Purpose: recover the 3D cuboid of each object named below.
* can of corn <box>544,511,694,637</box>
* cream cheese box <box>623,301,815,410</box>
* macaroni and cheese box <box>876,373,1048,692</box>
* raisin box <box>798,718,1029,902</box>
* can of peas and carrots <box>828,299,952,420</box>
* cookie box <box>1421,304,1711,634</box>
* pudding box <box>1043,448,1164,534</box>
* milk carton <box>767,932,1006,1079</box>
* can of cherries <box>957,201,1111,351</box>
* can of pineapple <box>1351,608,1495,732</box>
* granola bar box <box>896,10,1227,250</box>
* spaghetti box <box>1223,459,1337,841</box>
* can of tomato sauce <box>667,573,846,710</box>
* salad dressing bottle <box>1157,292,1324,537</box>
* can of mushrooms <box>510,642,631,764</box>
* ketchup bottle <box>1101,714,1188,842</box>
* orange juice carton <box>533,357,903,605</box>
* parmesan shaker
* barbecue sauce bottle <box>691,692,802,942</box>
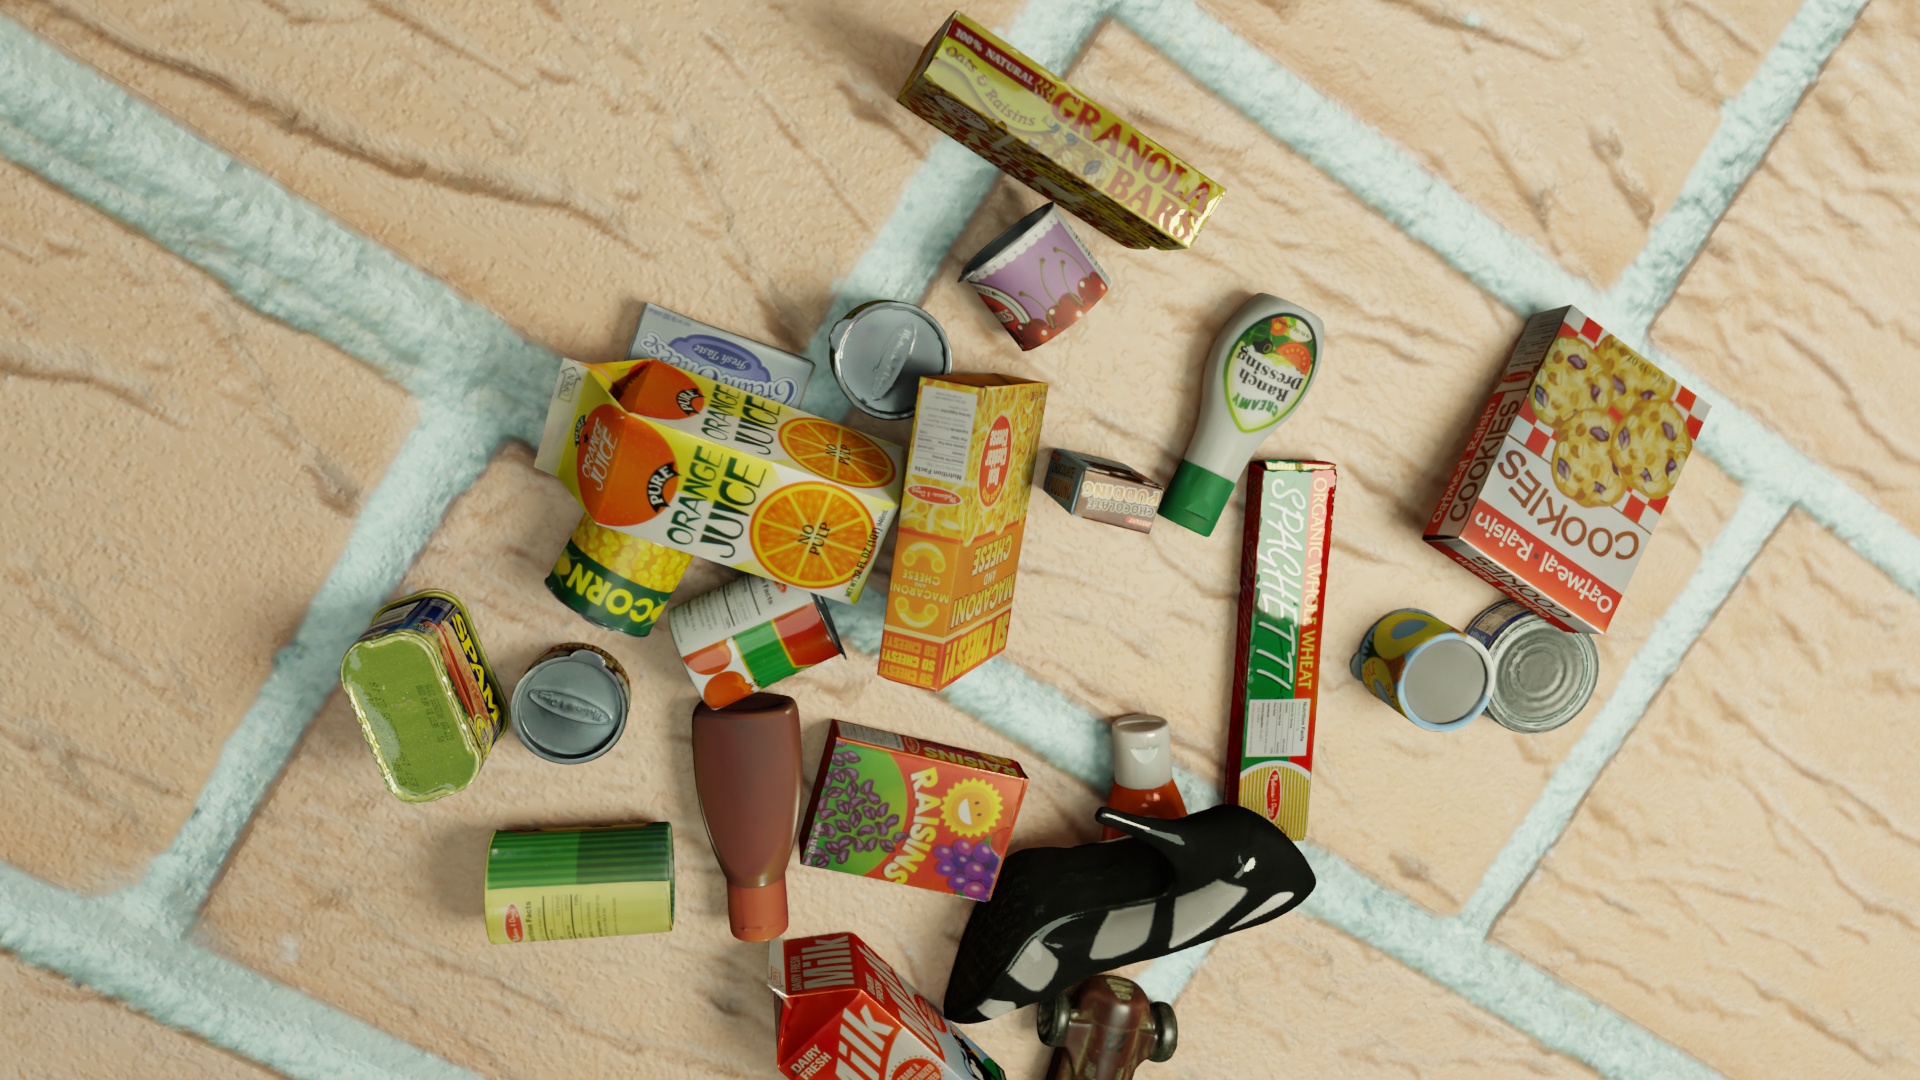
[{"bbox_3d":[-0.192,0.014,0.789,0.071,0.071,0.058,30,95,-13],"label":"can of corn"},{"bbox_3d":[-0.140,-0.095,0.800,0.104,0.024,0.053,19,99,-12],"label":"cream cheese box"},{"bbox_3d":[0.003,-0.010,0.789,0.040,0.124,0.166,12,101,18],"label":"macaroni and cheese box"},{"bbox_3d":[-0.030,0.167,0.862,0.123,0.040,0.086,15,98,-12],"label":"raisin box"},{"bbox_3d":[-0.044,-0.106,0.796,0.071,0.059,0.070,-2,101,-8],"label":"can of peas and carrots"},{"bbox_3d":[0.379,-0.042,0.867,0.123,0.040,0.167,31,81,-14],"label":"cookie box"},{"bbox_3d":[0.082,-0.031,0.817,0.050,0.084,0.030,14,100,-12],"label":"pudding box"},{"bbox_3d":[-0.054,0.319,0.870,0.073,0.072,0.190,-43,104,2],"label":"milk carton"},{"bbox_3d":[0.042,-0.149,0.797,0.071,0.071,0.058,-39,106,0],"label":"can of cherries"},{"bbox_3d":[0.295,0.083,0.887,0.071,0.058,0.071,-2,102,-8],"label":"can of pineapple"},{"bbox_3d":[0.049,-0.216,0.755,0.165,0.124,0.039,29,96,-13],"label":"granola bar box"},{"bbox_3d":[0.202,0.071,0.884,0.050,0.029,0.249,0,101,-9],"label":"spaghetti box"},{"bbox_3d":[-0.118,0.054,0.812,0.083,0.071,0.071,-24,104,-3],"label":"can of tomato sauce"},{"bbox_3d":[0.167,-0.075,0.843,0.064,0.044,0.147,24,97,-11],"label":"salad dressing bottle"},{"bbox_3d":[-0.227,0.093,0.819,0.071,0.033,0.071,-2,101,-8],"label":"can of mushrooms"},{"bbox_3d":[0.119,0.186,0.887,0.065,0.043,0.148,-5,101,1],"label":"ketchup bottle"},{"bbox_3d":[-0.133,-0.038,0.767,0.193,0.073,0.071,19,119,-12],"label":"orange juice carton"},{"bbox_3d":[-0.224,0.204,0.826,0.103,0.071,0.071,-1,101,-9],"label":"parmesan shaker"},{"bbox_3d":[-0.127,0.169,0.844,0.065,0.044,0.148,-1,102,3],"label":"barbecue sauce bottle"}]
